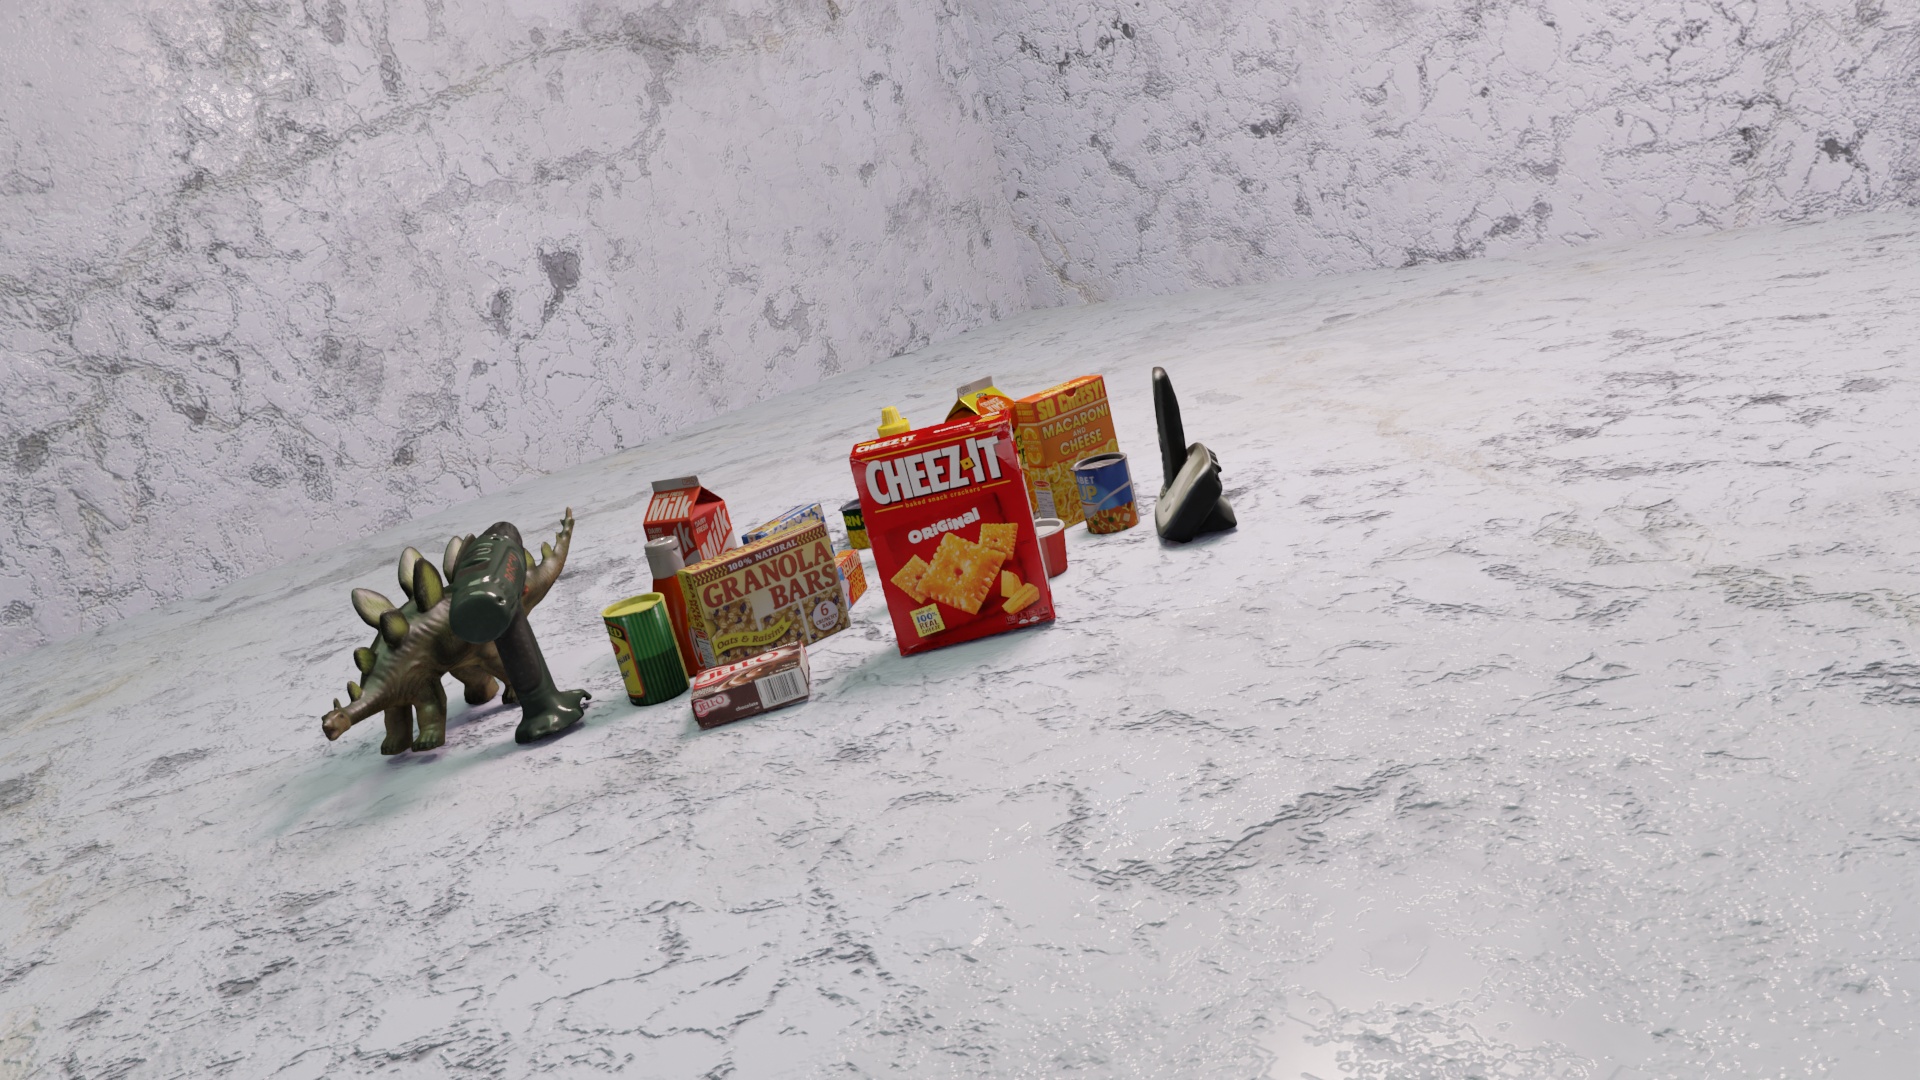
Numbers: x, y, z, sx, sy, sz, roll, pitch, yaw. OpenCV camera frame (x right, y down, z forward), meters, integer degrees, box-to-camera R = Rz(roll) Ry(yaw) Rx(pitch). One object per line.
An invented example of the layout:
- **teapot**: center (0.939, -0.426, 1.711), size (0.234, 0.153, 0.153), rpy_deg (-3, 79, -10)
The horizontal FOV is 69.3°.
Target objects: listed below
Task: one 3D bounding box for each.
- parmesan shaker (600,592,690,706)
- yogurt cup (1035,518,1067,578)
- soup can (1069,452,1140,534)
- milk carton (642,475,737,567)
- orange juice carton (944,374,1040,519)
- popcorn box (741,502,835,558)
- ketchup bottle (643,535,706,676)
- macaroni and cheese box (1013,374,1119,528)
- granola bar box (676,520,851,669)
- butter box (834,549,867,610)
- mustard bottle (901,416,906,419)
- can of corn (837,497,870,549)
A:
- **parmesan shaker**: center (-0.328, 0.114, 1.453), size (0.071, 0.102, 0.071), rpy_deg (-13, 14, 4)
- **yogurt cup**: center (0.088, 0.011, 1.552), size (0.072, 0.053, 0.072), rpy_deg (-13, 14, 3)
- **soup can**: center (0.173, -0.056, 1.666), size (0.071, 0.083, 0.071), rpy_deg (-13, 14, 4)
- **milk carton**: center (-0.310, 0.017, 1.627), size (0.072, 0.190, 0.074), rpy_deg (-7, 16, 28)
- **orange juice carton**: center (0.039, -0.112, 1.784), size (0.073, 0.192, 0.072), rpy_deg (0, 20, 44)
- **popcorn box**: center (-0.217, 0.011, 1.772), size (0.038, 0.085, 0.127), rpy_deg (-4, 17, 34)
- **ketchup bottle**: center (-0.306, 0.070, 1.509), size (0.043, 0.148, 0.065), rpy_deg (-10, 15, 16)
- **macaroni and cheese box**: center (0.142, -0.111, 1.737), size (0.124, 0.166, 0.040), rpy_deg (-24, 17, -33)
- **granola bar box**: center (-0.208, 0.063, 1.493), size (0.166, 0.124, 0.039), rpy_deg (-23, 17, -32)
- **butter box**: center (-0.139, 0.050, 1.619), size (0.024, 0.053, 0.104), rpy_deg (-10, 15, 16)
- **mustard bottle**: center (-0.060, -0.087, 1.849), size (0.049, 0.159, 0.065), rpy_deg (-15, 14, -4)
- **can of corn**: center (-0.126, -0.025, 1.877), size (0.071, 0.058, 0.071), rpy_deg (-13, 14, 3)
